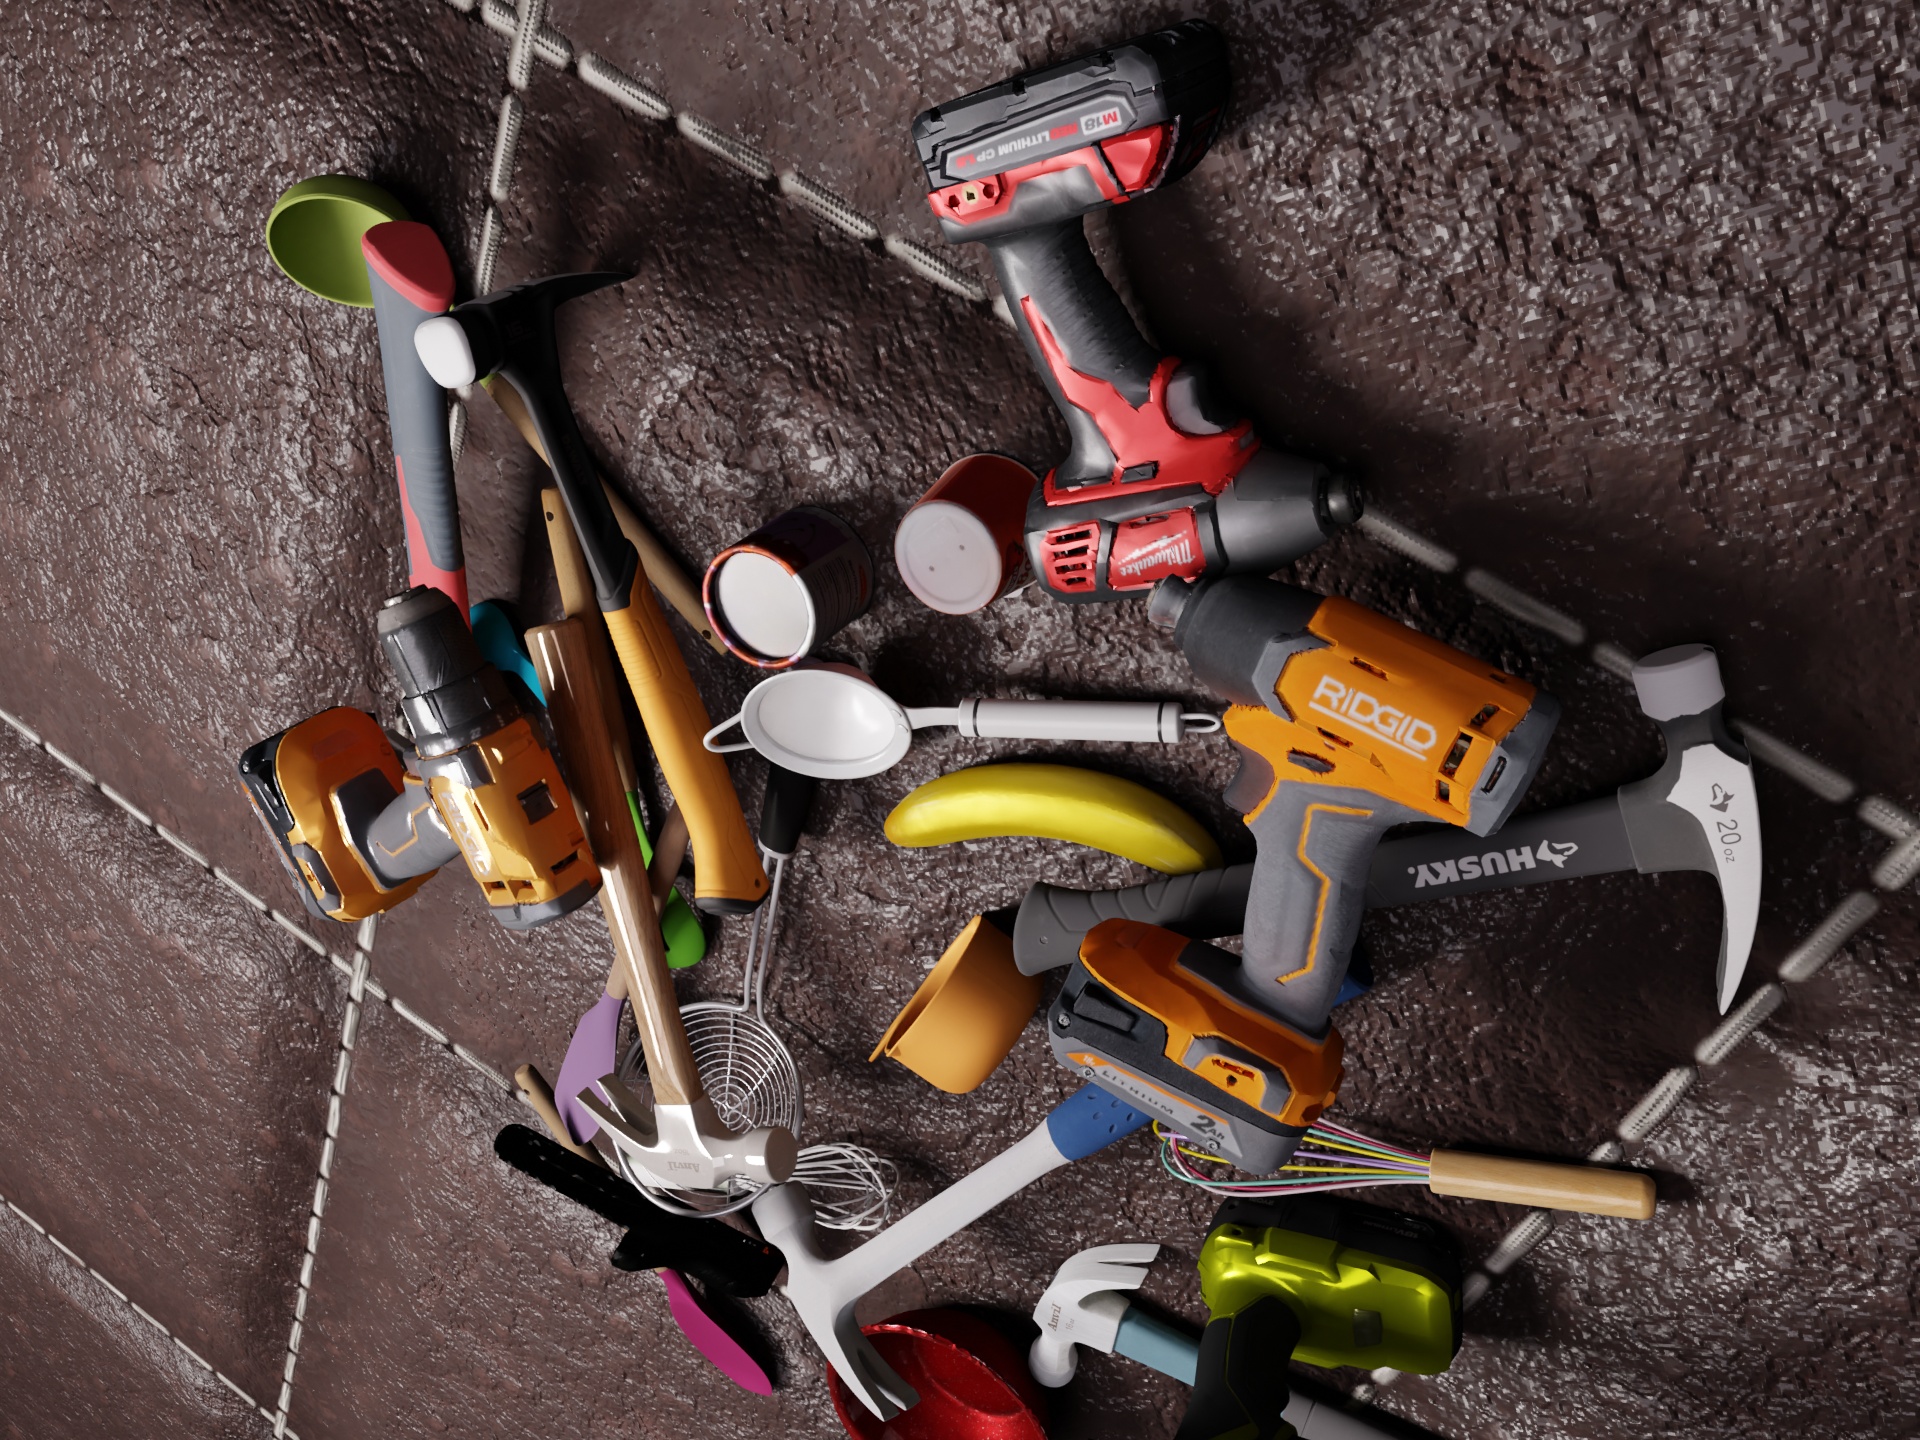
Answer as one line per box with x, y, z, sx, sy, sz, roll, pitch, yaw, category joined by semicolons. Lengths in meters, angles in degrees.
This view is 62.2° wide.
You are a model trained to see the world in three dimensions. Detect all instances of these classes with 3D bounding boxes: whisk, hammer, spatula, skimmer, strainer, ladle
0.212;0.220;0.789;0.245;0.051;0.047;1;110;26;whisk
-0.160;-0.053;0.800;0.034;0.127;0.336;-5;114;30;hammer
-0.297;-0.089;0.870;0.143;0.038;0.386;29;135;22;hammer
-0.198;0.146;0.952;0.060;0.018;0.315;52;131;36;spatula
-0.129;0.131;0.904;0.127;0.090;0.363;27;126;20;skimmer
-0.001;-0.002;0.780;0.258;0.050;0.086;2;142;17;strainer
-0.137;0.296;1.028;0.246;0.059;0.057;-8;112;38;whisk
0.049;0.231;0.839;0.405;0.035;0.144;-41;68;27;hammer
-0.188;0.106;0.896;0.130;0.031;0.331;-9;99;31;hammer
0.196;0.395;0.899;0.331;0.033;0.128;20;125;19;hammer
-0.234;-0.153;0.833;0.320;0.062;0.078;49;136;-6;ladle
0.173;0.076;0.703;0.335;0.035;0.146;-14;101;27;hammer

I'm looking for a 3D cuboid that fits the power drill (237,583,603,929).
-0.308;0.026;0.877;0.226;0.084;0.185;-7;111;41;power drill

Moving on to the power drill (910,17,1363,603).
0.075;-0.155;0.644;0.143;0.078;0.219;-4;116;32;power drill

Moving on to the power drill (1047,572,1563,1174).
0.120;0.054;0.657;0.164;0.084;0.226;28;112;14;power drill

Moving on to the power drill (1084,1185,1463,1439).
0.161;0.335;0.764;0.171;0.223;0.080;5;118;28;power drill

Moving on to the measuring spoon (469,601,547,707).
-0.251;-0.019;0.918;0.129;0.021;0.042;43;133;20;measuring spoon

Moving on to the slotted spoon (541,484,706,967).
-0.203;0.016;0.926;0.070;0.031;0.313;6;117;29;slotted spoon

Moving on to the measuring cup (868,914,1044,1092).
-0.007;0.172;0.876;0.052;0.095;0.173;35;147;1;measuring cup

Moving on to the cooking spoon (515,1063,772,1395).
-0.218;0.360;1.105;0.069;0.017;0.318;-7;120;43;cooking spoon
